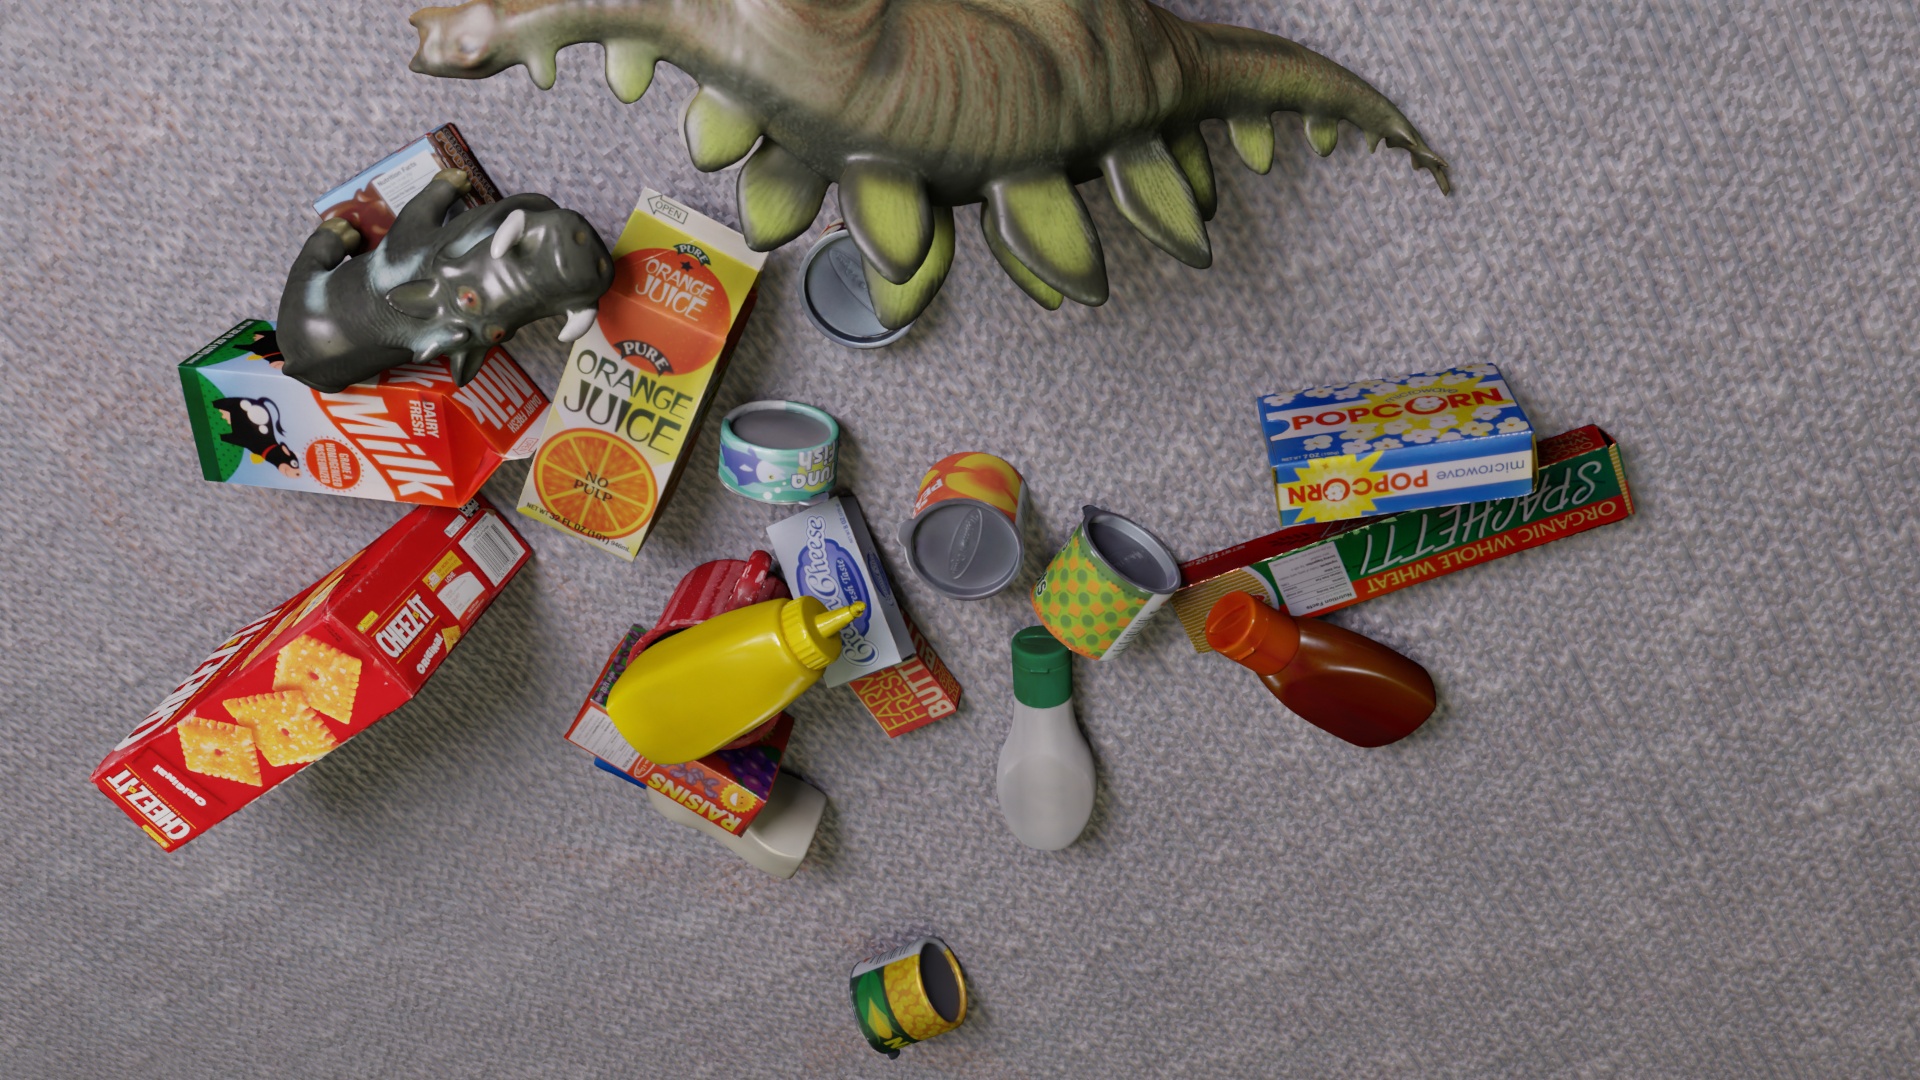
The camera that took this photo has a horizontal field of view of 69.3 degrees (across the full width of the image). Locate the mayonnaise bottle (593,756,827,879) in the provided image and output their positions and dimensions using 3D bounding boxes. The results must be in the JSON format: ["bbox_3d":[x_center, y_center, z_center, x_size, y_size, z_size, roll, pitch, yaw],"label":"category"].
[{"bbox_3d":[-0.163,0.162,0.905,0.148,0.065,0.041,27,128,-4],"label":"mayonnaise bottle"}]

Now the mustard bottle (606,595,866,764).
[{"bbox_3d":[-0.114,0.068,0.752,0.160,0.049,0.065,-26,114,19],"label":"mustard bottle"}]

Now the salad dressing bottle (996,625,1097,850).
[{"bbox_3d":[0.053,0.123,0.865,0.064,0.044,0.147,1,119,9],"label":"salad dressing bottle"}]

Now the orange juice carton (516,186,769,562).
[{"bbox_3d":[-0.168,-0.091,0.749,0.072,0.073,0.191,25,119,-8],"label":"orange juice carton"}]

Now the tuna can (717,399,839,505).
[{"bbox_3d":[-0.098,-0.049,0.767,0.071,0.071,0.032,9,120,2],"label":"tuna can"}]

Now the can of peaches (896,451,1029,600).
[{"bbox_3d":[0.003,-0.010,0.784,0.071,0.058,0.071,3,121,6],"label":"can of peaches"}]

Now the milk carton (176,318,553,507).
[{"bbox_3d":[-0.322,-0.071,0.780,0.191,0.073,0.073,6,121,3],"label":"milk carton"}]

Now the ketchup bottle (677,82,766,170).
[{"bbox_3d":[-0.091,-0.205,0.629,0.065,0.149,0.043,26,119,-9],"label":"ketchup bottle"}]

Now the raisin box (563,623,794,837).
[{"bbox_3d":[-0.171,0.117,0.863,0.123,0.086,0.040,33,117,-12],"label":"raisin box"}]

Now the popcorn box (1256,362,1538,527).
[{"bbox_3d":[0.222,-0.051,0.718,0.127,0.085,0.038,-7,120,11],"label":"popcorn box"}]

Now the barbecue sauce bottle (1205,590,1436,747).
[{"bbox_3d":[0.202,0.072,0.791,0.148,0.044,0.064,27,132,-31],"label":"barbecue sauce bottle"}]

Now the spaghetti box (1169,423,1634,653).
[{"bbox_3d":[0.241,0.002,0.779,0.250,0.029,0.050,-20,116,18],"label":"spaghetti box"}]

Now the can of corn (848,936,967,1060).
[{"bbox_3d":[-0.035,0.321,0.976,0.058,0.071,0.071,-27,114,20],"label":"can of corn"}]

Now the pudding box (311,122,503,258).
[{"bbox_3d":[-0.293,-0.180,0.737,0.083,0.030,0.049,-23,116,19],"label":"pudding box"}]

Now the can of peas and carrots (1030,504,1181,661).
[{"bbox_3d":[0.080,0.024,0.792,0.071,0.071,0.058,29,120,-10],"label":"can of peas and carrots"}]

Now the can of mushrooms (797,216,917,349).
[{"bbox_3d":[-0.048,-0.138,0.730,0.071,0.034,0.070,3,120,6],"label":"can of mushrooms"}]

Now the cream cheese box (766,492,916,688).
[{"bbox_3d":[-0.070,0.030,0.812,0.053,0.024,0.104,-23,87,21],"label":"cream cheese box"}]

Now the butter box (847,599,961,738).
[{"bbox_3d":[-0.048,0.072,0.858,0.053,0.024,0.103,-26,114,21],"label":"butter box"}]
